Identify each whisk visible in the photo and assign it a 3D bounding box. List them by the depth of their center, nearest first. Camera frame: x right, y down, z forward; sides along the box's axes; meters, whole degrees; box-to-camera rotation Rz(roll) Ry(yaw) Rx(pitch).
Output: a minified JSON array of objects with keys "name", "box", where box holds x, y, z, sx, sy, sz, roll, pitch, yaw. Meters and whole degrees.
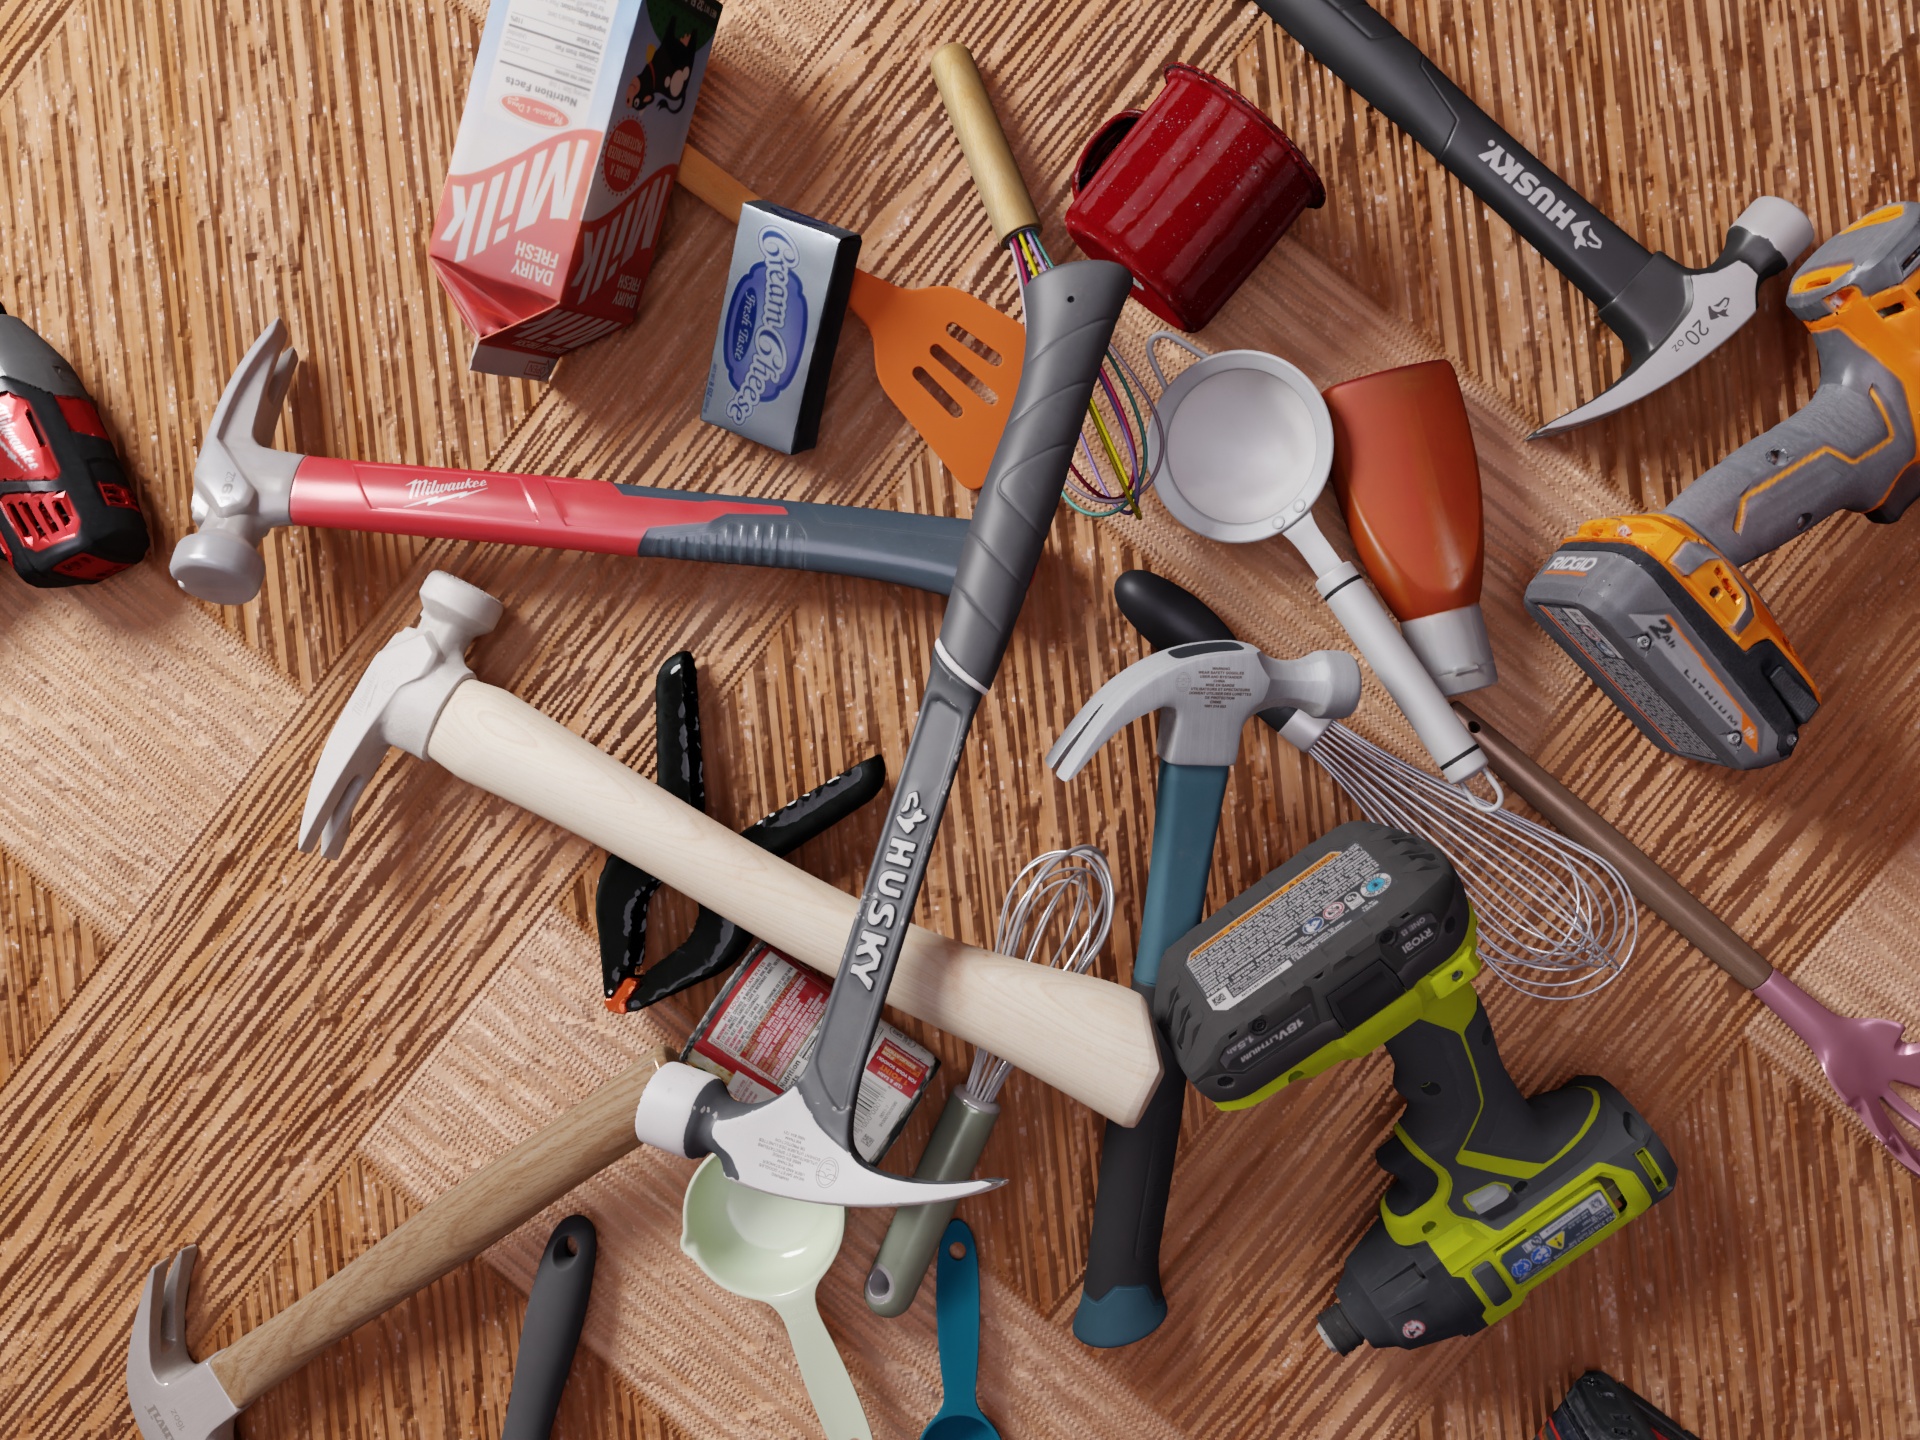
[{"name":"whisk","box":[0.184,0.021,0.723,0.284,0.070,0.070,40,93,8]},{"name":"whisk","box":[0.036,-0.202,0.733,0.051,0.047,0.245,-29,77,40]},{"name":"whisk","box":[0.011,0.170,0.743,0.058,0.059,0.246,29,98,40]},{"name":"whisk","box":[-0.208,0.355,0.760,0.055,0.055,0.239,12,87,4]}]

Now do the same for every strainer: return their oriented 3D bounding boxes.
[{"name":"strainer","box":[0.164,-0.068,0.712,0.087,0.050,0.258,-38,77,27]}]

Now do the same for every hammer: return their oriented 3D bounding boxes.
[{"name":"hammer","box":[-0.001,-0.002,0.654,0.149,0.036,0.409,15,81,17]},{"name":"hammer","box":[-0.106,0.076,0.700,0.411,0.038,0.146,25,83,17]},{"name":"hammer","box":[0.090,0.127,0.706,0.128,0.033,0.331,3,104,-13]},{"name":"hammer","box":[0.212,-0.274,0.726,0.335,0.035,0.146,43,93,3]},{"name":"hammer","box":[-0.154,-0.107,0.745,0.386,0.038,0.143,5,63,-1]},{"name":"hammer","box":[-0.263,0.254,0.758,0.331,0.031,0.130,-35,86,9]}]

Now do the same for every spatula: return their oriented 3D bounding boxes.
[{"name":"spatula","box":[-0.094,-0.235,0.758,0.322,0.041,0.081,38,92,7]}]

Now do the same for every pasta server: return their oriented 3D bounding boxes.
[{"name":"pasta server","box":[0.344,0.098,0.718,0.316,0.040,0.060,41,81,4]}]

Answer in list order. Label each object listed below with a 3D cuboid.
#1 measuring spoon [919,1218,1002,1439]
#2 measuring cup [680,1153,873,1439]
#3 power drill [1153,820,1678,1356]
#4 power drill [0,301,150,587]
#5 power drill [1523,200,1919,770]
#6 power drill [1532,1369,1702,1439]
[{"name":"measuring spoon","box":[0.000,0.304,0.760,0.042,0.021,0.129,-2,81,5]},{"name":"measuring cup","box":[-0.073,0.272,0.753,0.083,0.038,0.167,-21,91,4]},{"name":"power drill","box":[0.187,0.169,0.683,0.171,0.080,0.223,-36,112,3]},{"name":"power drill","box":[-0.517,-0.103,0.766,0.219,0.078,0.143,-24,89,1]},{"name":"power drill","box":[0.378,-0.087,0.690,0.164,0.084,0.226,43,90,-10]},{"name":"power drill","box":[0.285,0.434,0.708,0.188,0.080,0.226,35,96,3]}]
